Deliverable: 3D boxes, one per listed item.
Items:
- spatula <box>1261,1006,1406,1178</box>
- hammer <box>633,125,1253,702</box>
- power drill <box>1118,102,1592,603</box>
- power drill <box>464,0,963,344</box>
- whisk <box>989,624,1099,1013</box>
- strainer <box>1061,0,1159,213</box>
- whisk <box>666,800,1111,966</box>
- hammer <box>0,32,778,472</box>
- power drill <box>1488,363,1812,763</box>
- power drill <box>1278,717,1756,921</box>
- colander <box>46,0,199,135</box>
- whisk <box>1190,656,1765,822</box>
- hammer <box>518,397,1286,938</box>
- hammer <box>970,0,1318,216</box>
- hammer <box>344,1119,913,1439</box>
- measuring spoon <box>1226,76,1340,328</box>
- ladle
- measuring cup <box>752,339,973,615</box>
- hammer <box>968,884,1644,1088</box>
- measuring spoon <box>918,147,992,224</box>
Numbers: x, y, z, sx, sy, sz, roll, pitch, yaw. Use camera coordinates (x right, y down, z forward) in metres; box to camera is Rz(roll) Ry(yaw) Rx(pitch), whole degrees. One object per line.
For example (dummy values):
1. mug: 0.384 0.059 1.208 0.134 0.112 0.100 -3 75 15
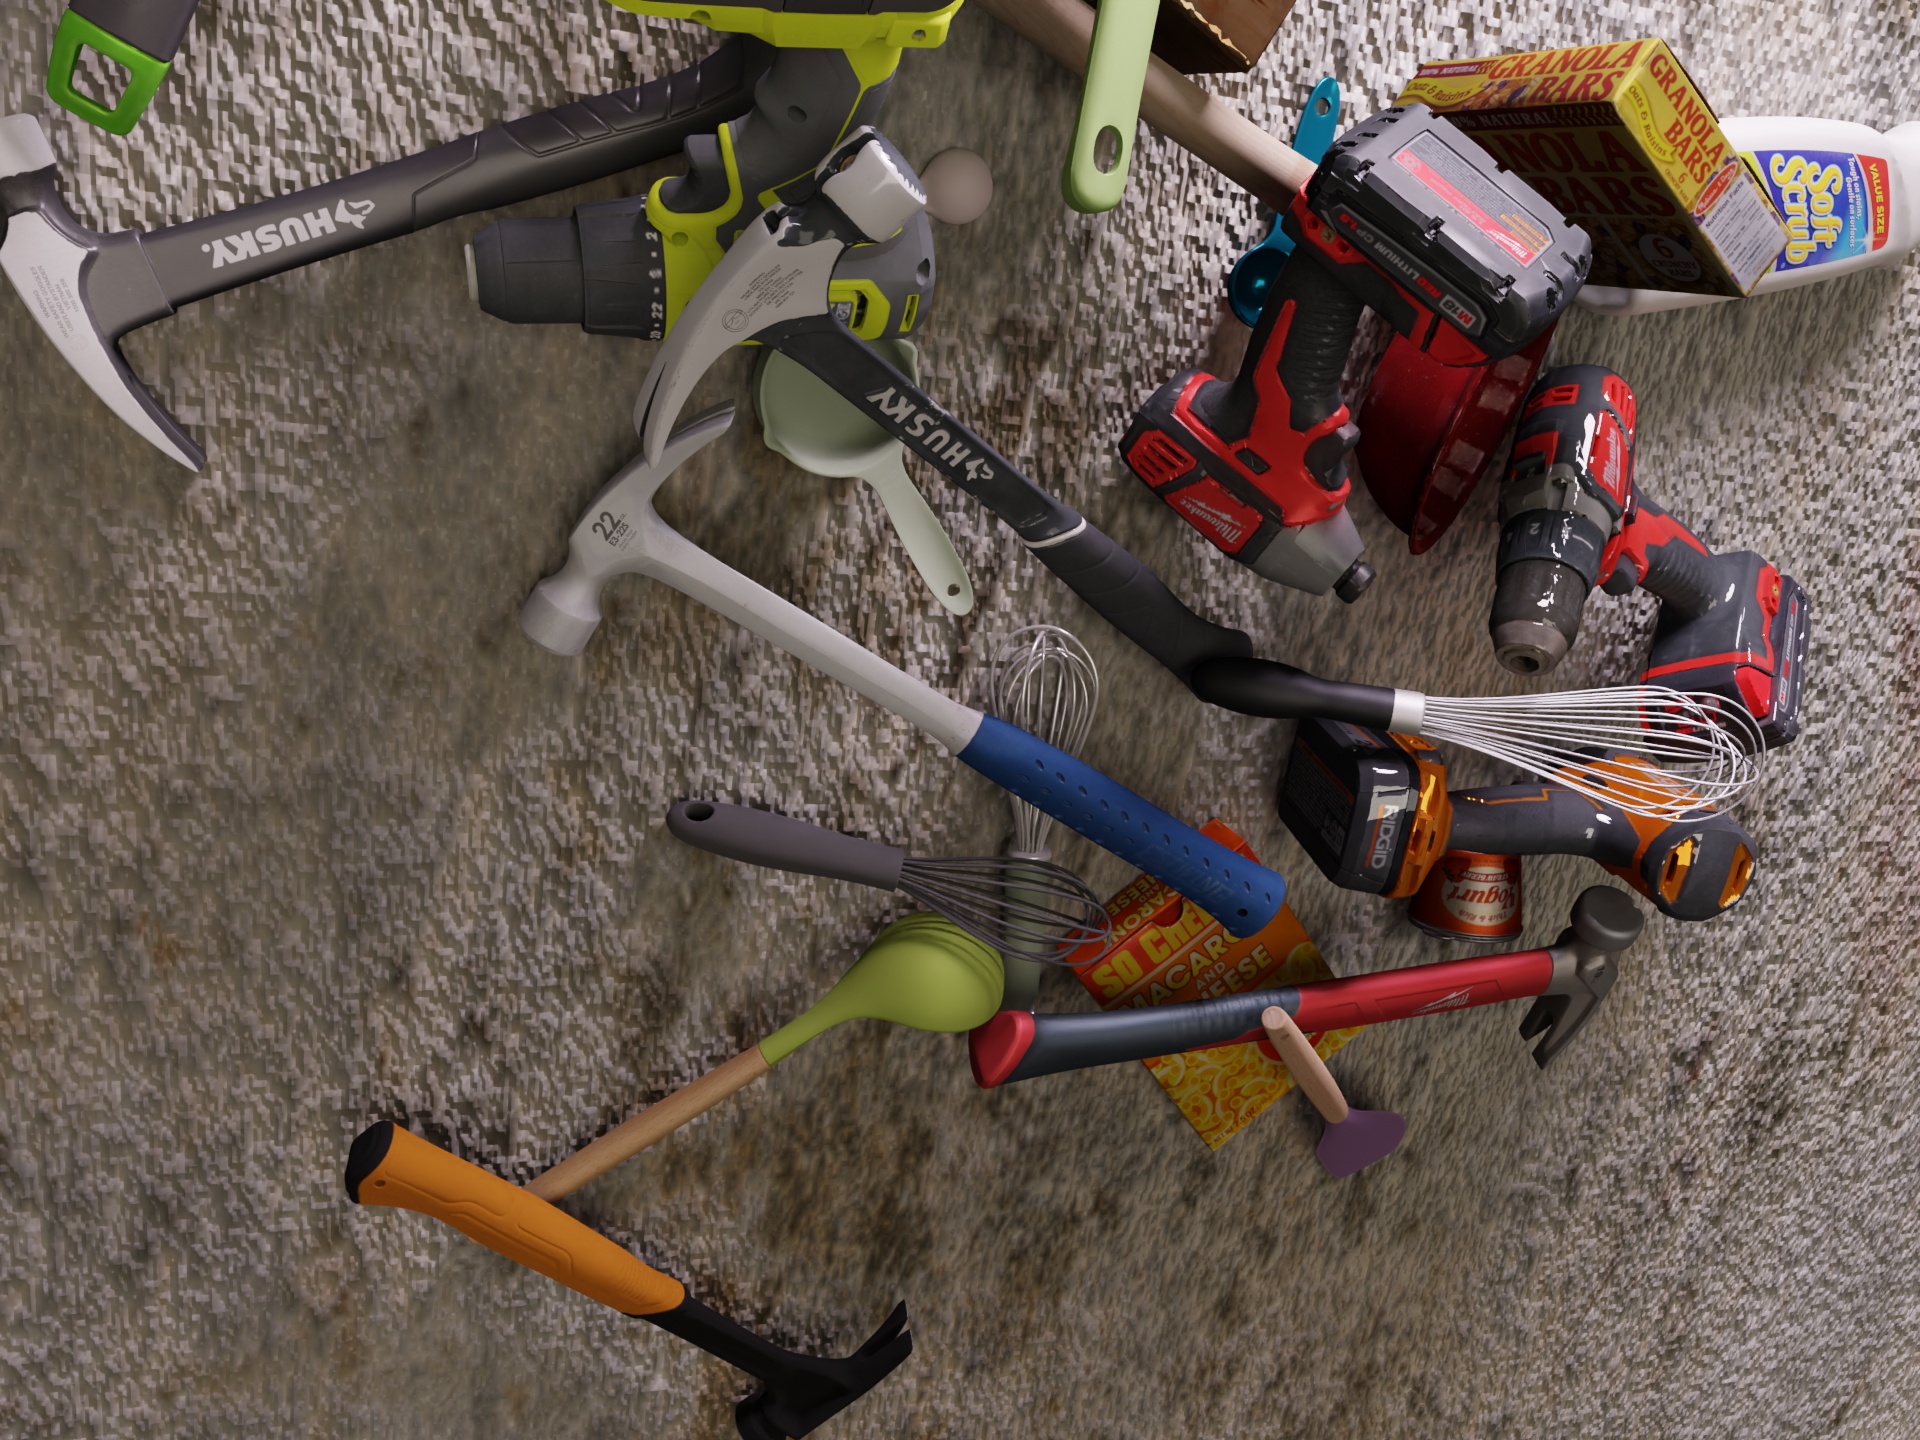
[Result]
1. spatula: 0.216 0.219 0.923 0.060 0.018 0.315 -31 145 6
2. hammer: 0.028 -0.091 0.724 0.149 0.036 0.408 -37 142 18
3. power drill: 0.174 -0.152 0.729 0.143 0.219 0.078 43 52 7
4. power drill: -0.092 -0.226 0.600 0.190 0.080 0.228 -6 155 -17
5. whisk: 0.038 0.064 0.865 0.059 0.058 0.246 10 113 13
6. strainer: 0.059 -0.318 0.596 0.151 0.069 0.256 7 98 -27
7. whisk: -0.034 0.080 0.817 0.239 0.055 0.055 15 105 -6
8. hammer: -0.217 -0.220 0.669 0.335 0.035 0.146 -22 115 -11
9. power drill: 0.372 -0.063 0.876 0.226 0.080 0.188 37 59 -27
10. power drill: 0.303 0.046 0.901 0.226 0.164 0.084 6 108 -9
11. colander: -0.229 -0.398 0.572 0.204 0.095 0.397 27 109 -25
12. whisk: 0.258 0.002 0.807 0.284 0.070 0.070 9 108 8
13. hammer: -0.001 -0.002 0.780 0.405 0.035 0.144 30 112 -19
14. hammer: 0.062 -0.292 0.703 0.410 0.146 0.038 21 99 -32
15. hammer: -0.176 0.298 0.852 0.127 0.034 0.336 -40 121 16
16. measuring spoon: 0.164 -0.260 0.804 0.042 0.021 0.128 15 95 -22
17. ladle: -0.120 0.199 0.852 0.320 0.078 0.062 -32 128 2
18. measuring cup: -0.040 -0.122 0.769 0.083 0.038 0.167 -34 119 -5
19. hammer: 0.192 0.173 0.905 0.386 0.038 0.143 -6 136 -14
20. measuring spoon: -0.041 -0.236 0.735 0.124 0.018 0.034 -18 115 -12
